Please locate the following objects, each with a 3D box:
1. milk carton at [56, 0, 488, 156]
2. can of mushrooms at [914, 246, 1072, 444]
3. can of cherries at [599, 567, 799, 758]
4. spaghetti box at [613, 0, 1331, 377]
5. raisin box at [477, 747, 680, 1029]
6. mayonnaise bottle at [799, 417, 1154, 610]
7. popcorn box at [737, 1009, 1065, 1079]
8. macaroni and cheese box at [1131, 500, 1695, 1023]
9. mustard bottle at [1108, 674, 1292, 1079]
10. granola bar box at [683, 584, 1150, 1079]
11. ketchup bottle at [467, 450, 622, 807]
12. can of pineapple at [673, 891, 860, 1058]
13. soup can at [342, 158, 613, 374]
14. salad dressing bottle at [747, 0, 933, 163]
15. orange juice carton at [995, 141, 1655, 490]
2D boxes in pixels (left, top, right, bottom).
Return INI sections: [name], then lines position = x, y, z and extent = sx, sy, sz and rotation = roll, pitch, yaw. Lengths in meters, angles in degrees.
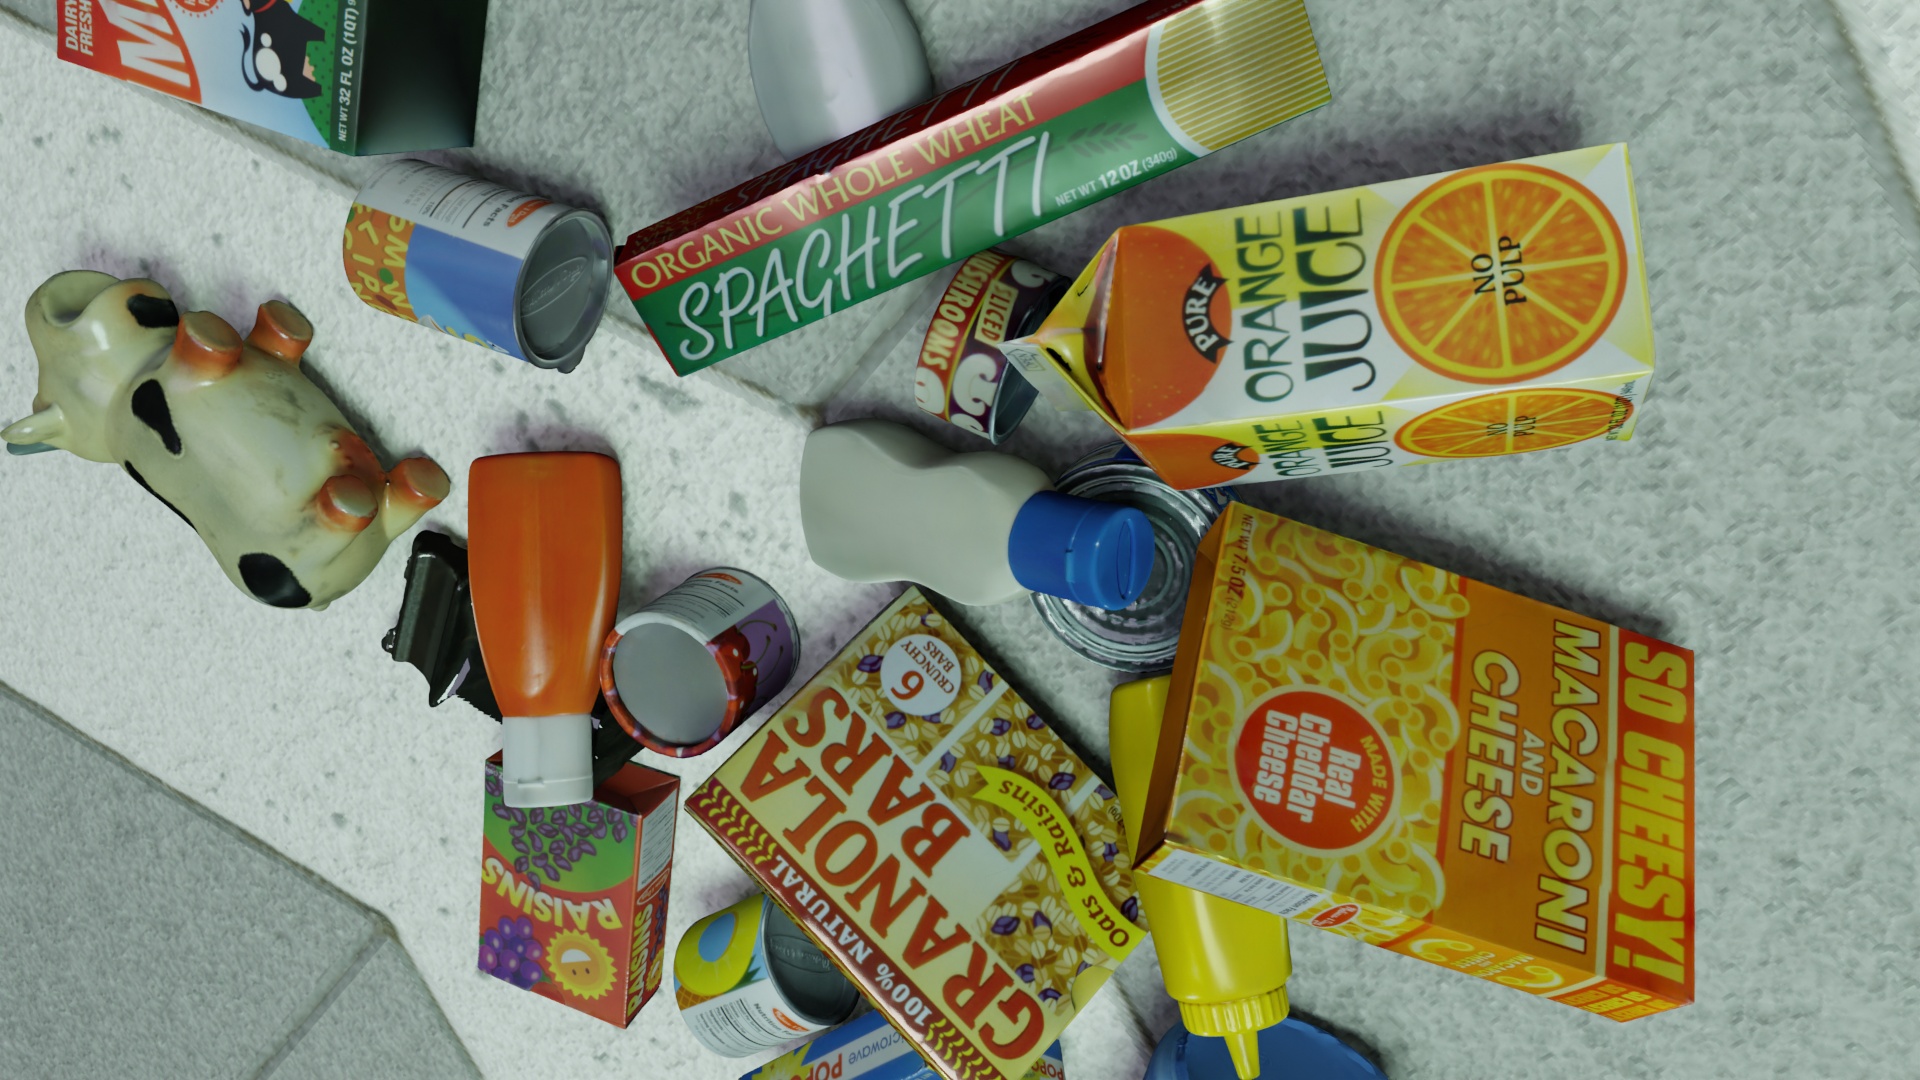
[milk carton]
position = -0.296, -0.218, 0.565
extent = 0.191, 0.074, 0.072
rotation = 21, 113, 13
[can of mushrooms]
position = 0.012, -0.072, 0.503
extent = 0.033, 0.071, 0.070
rotation = 26, 114, 12
[can of cherries]
position = -0.111, 0.054, 0.595
extent = 0.071, 0.058, 0.071
rotation = 6, 109, 18
[spaghetti box]
position = -0.001, -0.125, 0.476
extent = 0.250, 0.029, 0.050
rotation = -21, 121, 11
[raisin box]
position = -0.185, 0.163, 0.669
extent = 0.086, 0.040, 0.123
rotation = 15, 112, 14
[mayonnaise bottle]
position = 0.002, -0.006, 0.515
extent = 0.148, 0.041, 0.064
rotation = 14, 111, 41
[popcorn box]
position = -0.027, 0.245, 0.613
extent = 0.085, 0.038, 0.126
rotation = 32, 127, -33
[macaroni and cheese box]
position = 0.151, 0.070, 0.454
extent = 0.166, 0.124, 0.040
rotation = 18, 151, -2
[mustard bottle]
position = 0.093, 0.129, 0.519
extent = 0.049, 0.065, 0.160
rotation = -9, 83, -12
[granola bar box]
position = -0.008, 0.119, 0.551
extent = 0.165, 0.039, 0.124
rotation = 46, 73, 1
[ketchup bottle]
position = -0.177, 0.037, 0.594
extent = 0.065, 0.043, 0.149
rotation = -3, 85, 7
[can of pineapple]
position = -0.087, 0.193, 0.630
extent = 0.057, 0.071, 0.071
rotation = -28, 96, 26
[soup can]
position = -0.196, -0.111, 0.569
extent = 0.084, 0.071, 0.071
rotation = 19, 113, 14
[salad dressing bottle]
position = -0.053, -0.202, 0.500
extent = 0.064, 0.044, 0.147
rotation = -11, 102, 23
[orange juice carton]
position = 0.114, -0.064, 0.451
extent = 0.192, 0.071, 0.073
rotation = -6, 76, 19
